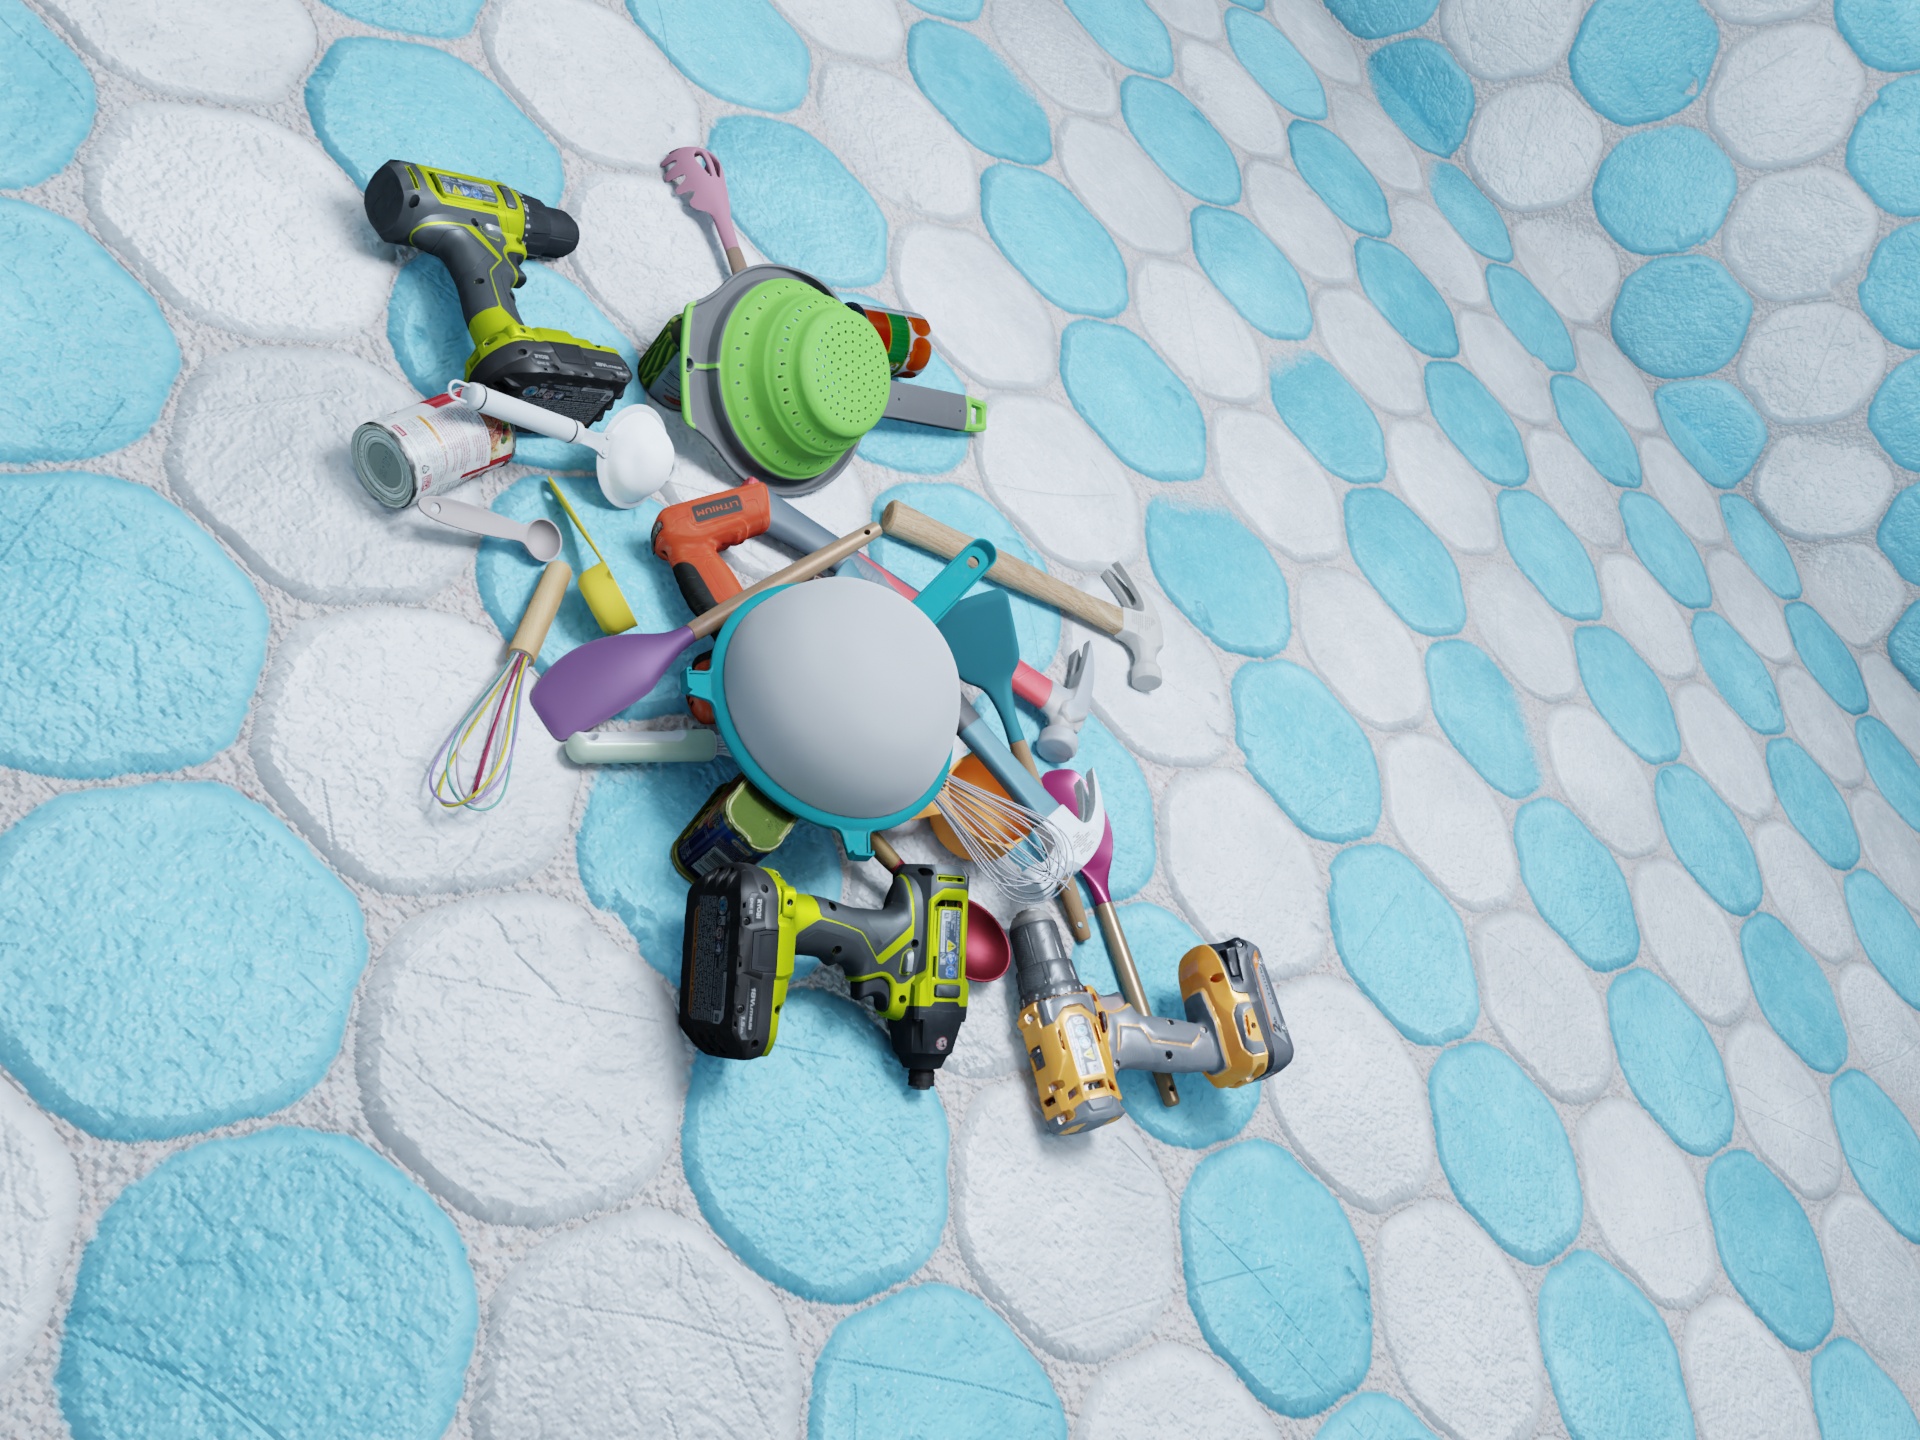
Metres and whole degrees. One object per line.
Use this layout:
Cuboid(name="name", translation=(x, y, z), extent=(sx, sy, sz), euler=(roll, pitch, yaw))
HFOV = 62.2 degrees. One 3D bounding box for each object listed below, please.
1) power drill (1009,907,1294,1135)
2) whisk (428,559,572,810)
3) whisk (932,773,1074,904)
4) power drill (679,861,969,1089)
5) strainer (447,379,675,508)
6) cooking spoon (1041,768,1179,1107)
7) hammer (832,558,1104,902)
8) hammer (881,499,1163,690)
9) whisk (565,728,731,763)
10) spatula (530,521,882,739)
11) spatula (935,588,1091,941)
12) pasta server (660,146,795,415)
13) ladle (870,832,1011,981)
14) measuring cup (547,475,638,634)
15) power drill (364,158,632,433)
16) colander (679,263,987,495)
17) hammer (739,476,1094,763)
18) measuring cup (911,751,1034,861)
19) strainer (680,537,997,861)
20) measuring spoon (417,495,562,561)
Cuboid(name="power drill", translation=(0.150, 0.238, 1.340), extent=(0.226, 0.084, 0.185), euler=(-5, 65, -27))
Cuboid(name="whisk", translation=(-0.324, -0.030, 1.160), extent=(0.051, 0.047, 0.245), euler=(30, 44, -21))
Cuboid(name="whisk", translation=(-0.018, 0.051, 1.283), extent=(0.285, 0.070, 0.070), euler=(37, 37, 27))
Cuboid(name="power drill", translation=(-0.090, 0.187, 1.175), extent=(0.223, 0.080, 0.171), euler=(9, 80, -39))
Cuboid(name="strainer", translation=(-0.298, -0.223, 1.250), extent=(0.258, 0.050, 0.087), euler=(12, 94, -56))
Cuboid(name="cooking spoon", translation=(0.136, 0.189, 1.420), extent=(0.068, 0.017, 0.319), euler=(-5, 66, -32))
Cuboid(name="hammer", translation=(-0.002, -0.004, 1.347), extent=(0.331, 0.033, 0.128), euler=(49, 50, 6))
Cuboid(name="hammer", translation=(0.067, -0.141, 1.567), extent=(0.331, 0.031, 0.130), euler=(22, 51, -28))
Cuboid(name="whisk", translation=(-0.187, 0.018, 1.238), extent=(0.246, 0.059, 0.058), euler=(-1, 24, -34))
Cuboid(name="spatula", translation=(-0.191, -0.082, 1.242), extent=(0.316, 0.018, 0.060), euler=(-32, 86, -23))
Cuboid(name="spatula", translation=(0.055, 0.044, 1.403), extent=(0.044, 0.082, 0.317), euler=(13, 58, -80))
Cuboid(name="pasta server", translation=(-0.213, -0.422, 1.522), extent=(0.060, 0.040, 0.316), euler=(-8, 73, -43))
Cuboid(name="ladle", translation=(-0.070, 0.097, 1.266), extent=(0.315, 0.031, 0.069), euler=(48, 44, -19))
Cuboid(name="measuring cup", translation=(-0.301, -0.131, 1.252), extent=(0.029, 0.062, 0.157), euler=(-30, 67, -10))
Cuboid(name="power drill", translation=(-0.363, -0.351, 1.310), extent=(0.190, 0.080, 0.229), euler=(-8, 66, -54))
Cuboid(name="colander", translation=(-0.076, -0.305, 1.462), extent=(0.397, 0.094, 0.204), euler=(-3, 95, -50))
Cuboid(name="hammer", translation=(-0.036, -0.112, 1.458), extent=(0.386, 0.038, 0.143), euler=(33, 45, -19))
Cuboid(name="measuring cup", translation=(-0.019, 0.081, 1.340), extent=(0.173, 0.052, 0.095), euler=(-5, 64, -31))
Cuboid(name="strainer", translation=(-0.043, -0.065, 1.236), extent=(0.211, 0.095, 0.340), euler=(46, 50, -5))
Cuboid(name="measuring spoon", translation=(-0.359, -0.148, 1.209), extent=(0.124, 0.018, 0.034), euler=(15, 75, -47))
